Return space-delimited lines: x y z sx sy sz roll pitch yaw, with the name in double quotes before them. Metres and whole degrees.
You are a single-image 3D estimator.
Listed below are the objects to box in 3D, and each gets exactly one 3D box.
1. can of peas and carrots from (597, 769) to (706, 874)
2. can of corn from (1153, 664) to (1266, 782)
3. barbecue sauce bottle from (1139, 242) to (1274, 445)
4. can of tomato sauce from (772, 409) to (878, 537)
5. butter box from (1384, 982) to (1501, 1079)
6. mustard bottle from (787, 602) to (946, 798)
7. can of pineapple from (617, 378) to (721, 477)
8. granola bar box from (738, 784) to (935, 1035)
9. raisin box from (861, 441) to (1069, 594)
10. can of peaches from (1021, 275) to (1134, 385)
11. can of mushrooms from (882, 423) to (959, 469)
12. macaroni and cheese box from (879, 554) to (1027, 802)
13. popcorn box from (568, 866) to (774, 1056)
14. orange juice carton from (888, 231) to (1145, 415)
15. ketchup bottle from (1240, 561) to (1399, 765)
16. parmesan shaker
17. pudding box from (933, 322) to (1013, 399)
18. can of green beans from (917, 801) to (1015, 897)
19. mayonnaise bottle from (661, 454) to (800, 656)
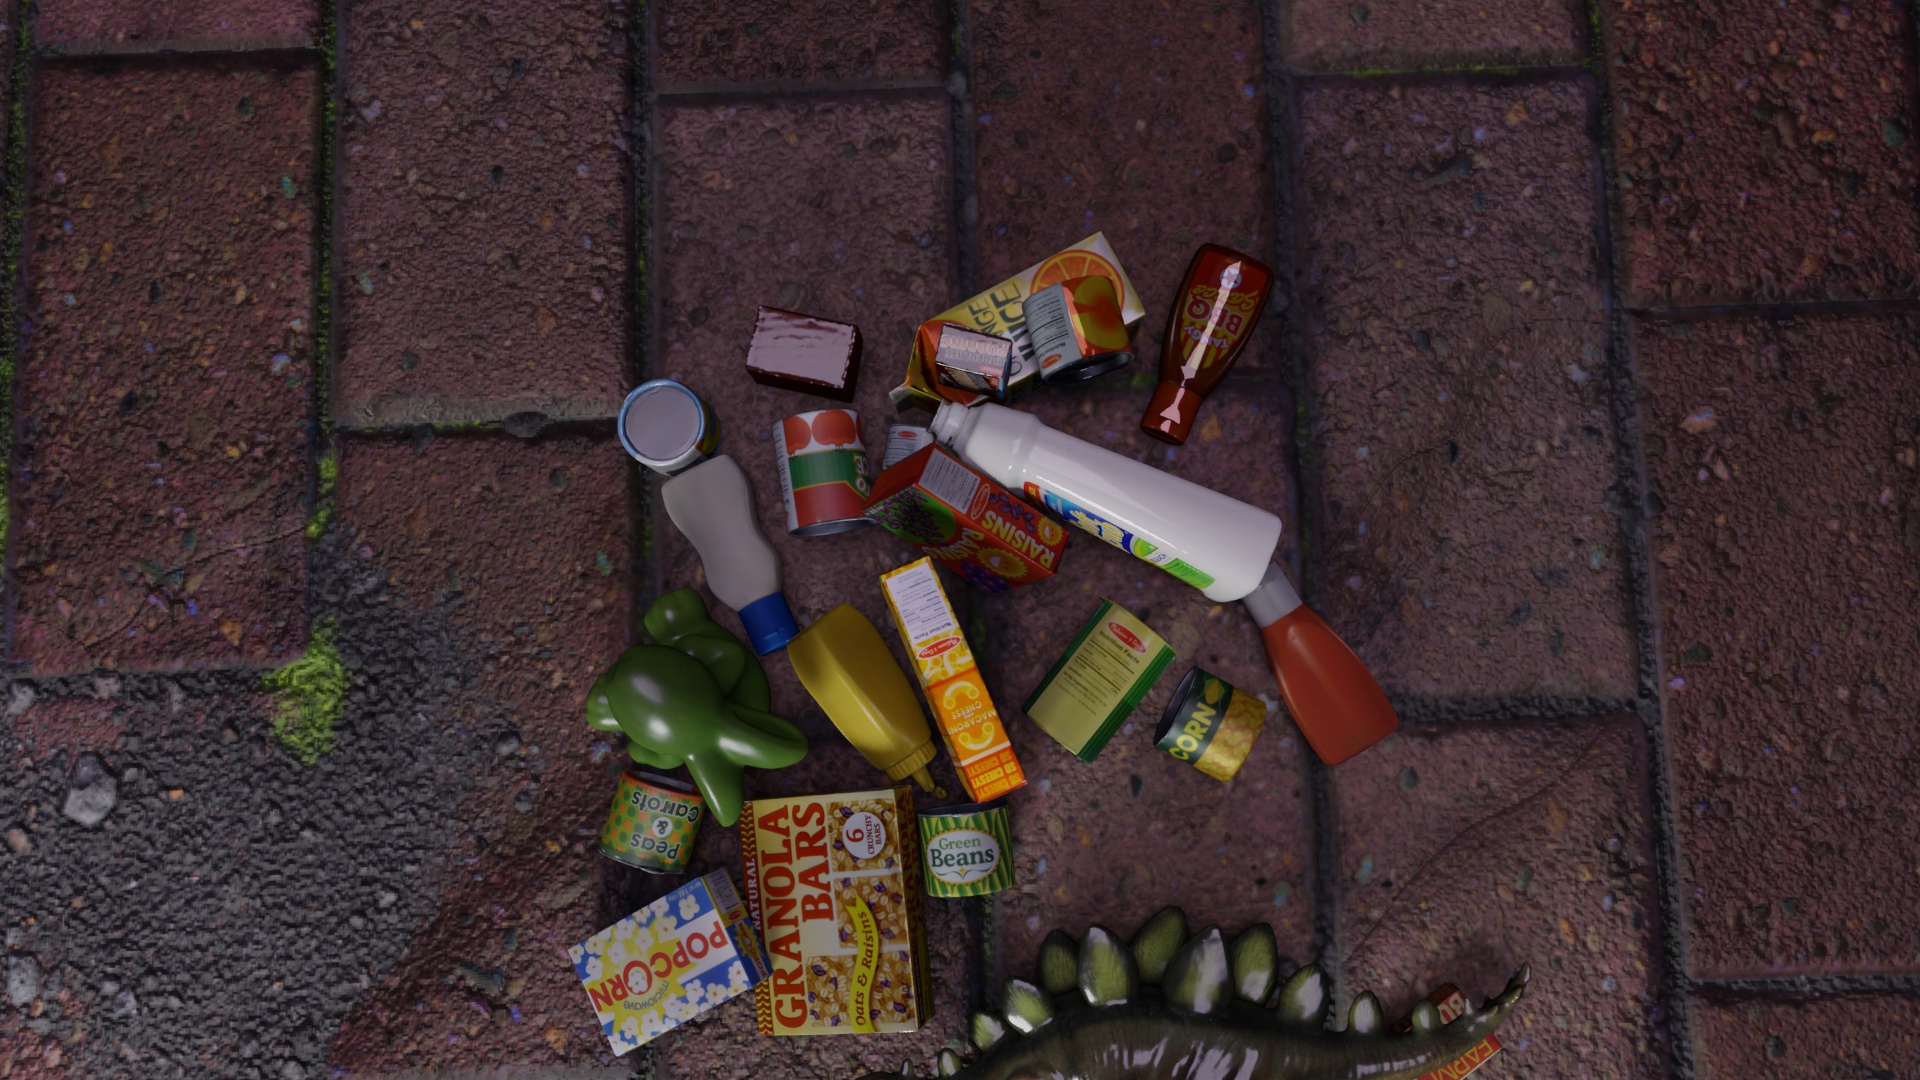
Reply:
"can of peas and carrots" -0.220 0.203 1.001 0.071 0.071 0.059 16 84 3
"can of corn" 0.179 0.133 1.000 0.058 0.071 0.071 28 85 3
"barbecue sauce bottle" 0.180 -0.145 1.044 0.065 0.043 0.148 24 85 3
"can of tomato sauce" -0.099 -0.049 1.029 0.071 0.071 0.083 -10 83 0
"butter box" 0.329 0.370 0.994 0.103 0.024 0.053 -37 85 -2
"mustard bottle" -0.061 0.125 1.010 0.048 0.065 0.160 -33 91 38
"can of pineapple" -0.217 -0.085 1.039 0.071 0.058 0.071 0 84 1
"granola bar box" -0.089 0.263 0.992 0.124 0.039 0.165 -8 84 17
"raisin box" 0.004 -0.012 0.990 0.123 0.086 0.040 33 63 -19
"can of peaches" 0.082 -0.145 0.964 0.071 0.071 0.058 -16 83 0
"can of mushrooms" -0.021 -0.062 1.029 0.071 0.071 0.033 11 84 2
"macaroni and cheese box" -0.008 0.099 0.980 0.040 0.123 0.166 -23 84 -5
"popcorn box" -0.205 0.298 0.986 0.126 0.038 0.085 -31 80 16
"orange juice carton" 0.035 -0.146 1.033 0.193 0.071 0.073 -28 84 -2
"ketchup bottle" 0.255 0.087 1.017 0.065 0.043 0.149 -31 84 -3
"parmesan shaker" 0.098 0.101 1.009 0.071 0.071 0.103 39 87 5
"pudding box" 0.010 -0.122 0.952 0.050 0.083 0.030 14 87 2
"can of green beans" 0.004 0.221 0.996 0.071 0.071 0.058 -6 84 1
"mayonnaise bottle" -0.166 0.013 1.036 0.065 0.041 0.148 -26 85 0
